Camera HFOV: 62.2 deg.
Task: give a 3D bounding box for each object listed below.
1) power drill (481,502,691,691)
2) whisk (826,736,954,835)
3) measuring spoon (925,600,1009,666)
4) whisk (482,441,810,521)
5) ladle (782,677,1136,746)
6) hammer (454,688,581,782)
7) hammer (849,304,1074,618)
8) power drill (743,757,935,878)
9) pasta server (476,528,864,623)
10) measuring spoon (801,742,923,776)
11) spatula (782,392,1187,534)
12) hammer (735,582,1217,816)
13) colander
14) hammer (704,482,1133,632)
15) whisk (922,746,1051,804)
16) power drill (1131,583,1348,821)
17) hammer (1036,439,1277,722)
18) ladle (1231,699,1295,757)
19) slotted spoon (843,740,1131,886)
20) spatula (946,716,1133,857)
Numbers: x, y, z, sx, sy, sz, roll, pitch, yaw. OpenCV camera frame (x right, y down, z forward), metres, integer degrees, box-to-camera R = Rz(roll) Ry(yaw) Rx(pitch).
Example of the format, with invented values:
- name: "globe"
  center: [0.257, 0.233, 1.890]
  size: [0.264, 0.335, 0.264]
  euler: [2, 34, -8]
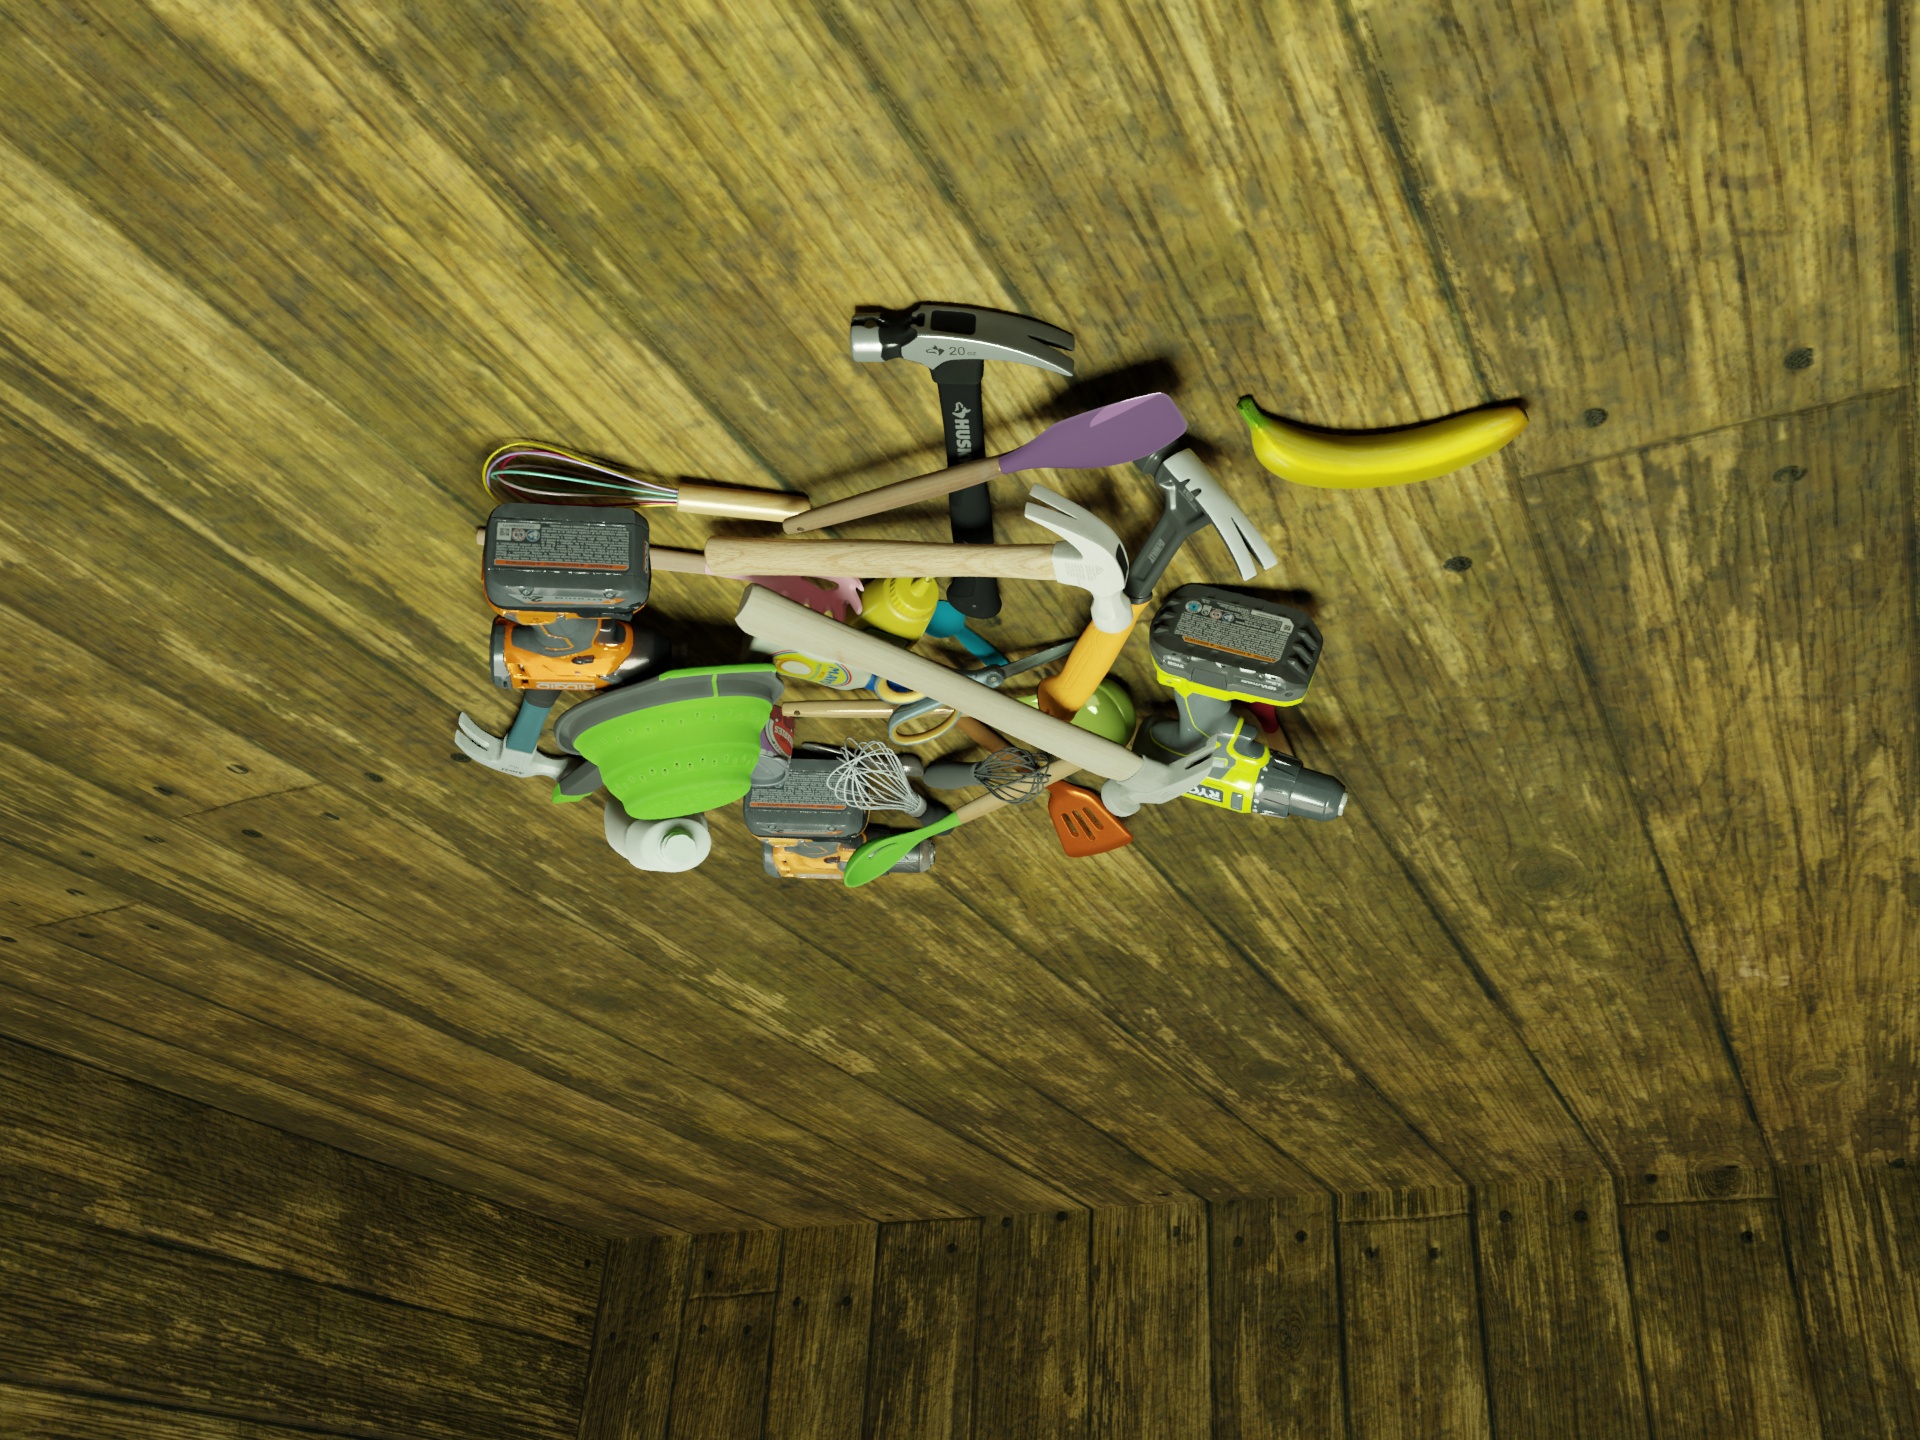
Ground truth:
- name: "power drill"
  center: [-0.293, -0.086, 1.257]
  size: [0.164, 0.084, 0.226]
  euler: [1, 159, -12]
- name: "whisk"
  center: [-0.056, 0.075, 1.571]
  size: [0.070, 0.070, 0.284]
  euler: [-6, 163, 17]
- name: "measuring spoon"
  center: [0.008, -0.063, 1.384]
  size: [0.042, 0.021, 0.128]
  euler: [-17, 144, 32]
- name: "whisk"
  center: [-0.236, -0.175, 1.204]
  size: [0.245, 0.047, 0.051]
  euler: [5, 162, -10]
- name: "ladle"
  center: [-0.002, -0.005, 1.433]
  size: [0.320, 0.062, 0.078]
  euler: [0, 124, 1]
- name: "hammer"
  center: [-0.389, -0.026, 1.486]
  size: [0.128, 0.033, 0.331]
  euler: [14, 149, -19]
- name: "hammer"
  center: [0.011, -0.177, 1.174]
  size: [0.146, 0.035, 0.334]
  euler: [2, 150, 5]
- name: "power drill"
  center: [-0.124, 0.112, 1.645]
  size: [0.185, 0.084, 0.226]
  euler: [2, 158, 4]
- name: "pasta server"
  center: [-0.234, -0.126, 1.289]
  size: [0.316, 0.040, 0.060]
  euler: [7, 122, -2]
- name: "measuring spoon"
  center: [-0.096, 0.033, 1.579]
  size: [0.124, 0.018, 0.034]
  euler: [13, 161, -3]
- name: "spatula"
  center: [0.009, -0.174, 1.127]
  size: [0.316, 0.018, 0.059]
  euler: [-12, 147, 26]
- name: "hammer"
  center: [0.013, -0.022, 1.303]
  size: [0.410, 0.038, 0.146]
  euler: [23, 152, -20]
- name: "colander"
  center: [-0.289, 0.054, 1.459]
  size: [0.204, 0.094, 0.397]
  euler: [-6, 166, -35]
- name: "hammer"
  center: [-0.039, -0.123, 1.202]
  size: [0.331, 0.031, 0.129]
  euler: [3, 144, 17]
- name: "whisk"
  center: [0.018, 0.053, 1.500]
  size: [0.055, 0.055, 0.239]
  euler: [18, 170, -24]
- name: "power drill"
  center: [0.241, 0.000, 1.352]
  size: [0.190, 0.080, 0.228]
  euler: [16, 146, 17]
- name: "hammer"
  center: [0.132, -0.080, 1.250]
  size: [0.034, 0.127, 0.336]
  euler: [-30, 164, -28]
- name: "ladle"
  center: [0.295, 0.017, 1.490]
  size: [0.069, 0.031, 0.315]
  euler: [-7, 150, 21]
- name: "slotted spoon"
  center: [0.022, 0.083, 1.543]
  size: [0.314, 0.031, 0.070]
  euler: [-26, 157, 10]
- name: "spatula"
  center: [0.056, 0.049, 1.557]
  size: [0.081, 0.041, 0.322]
  euler: [-18, 142, 31]
